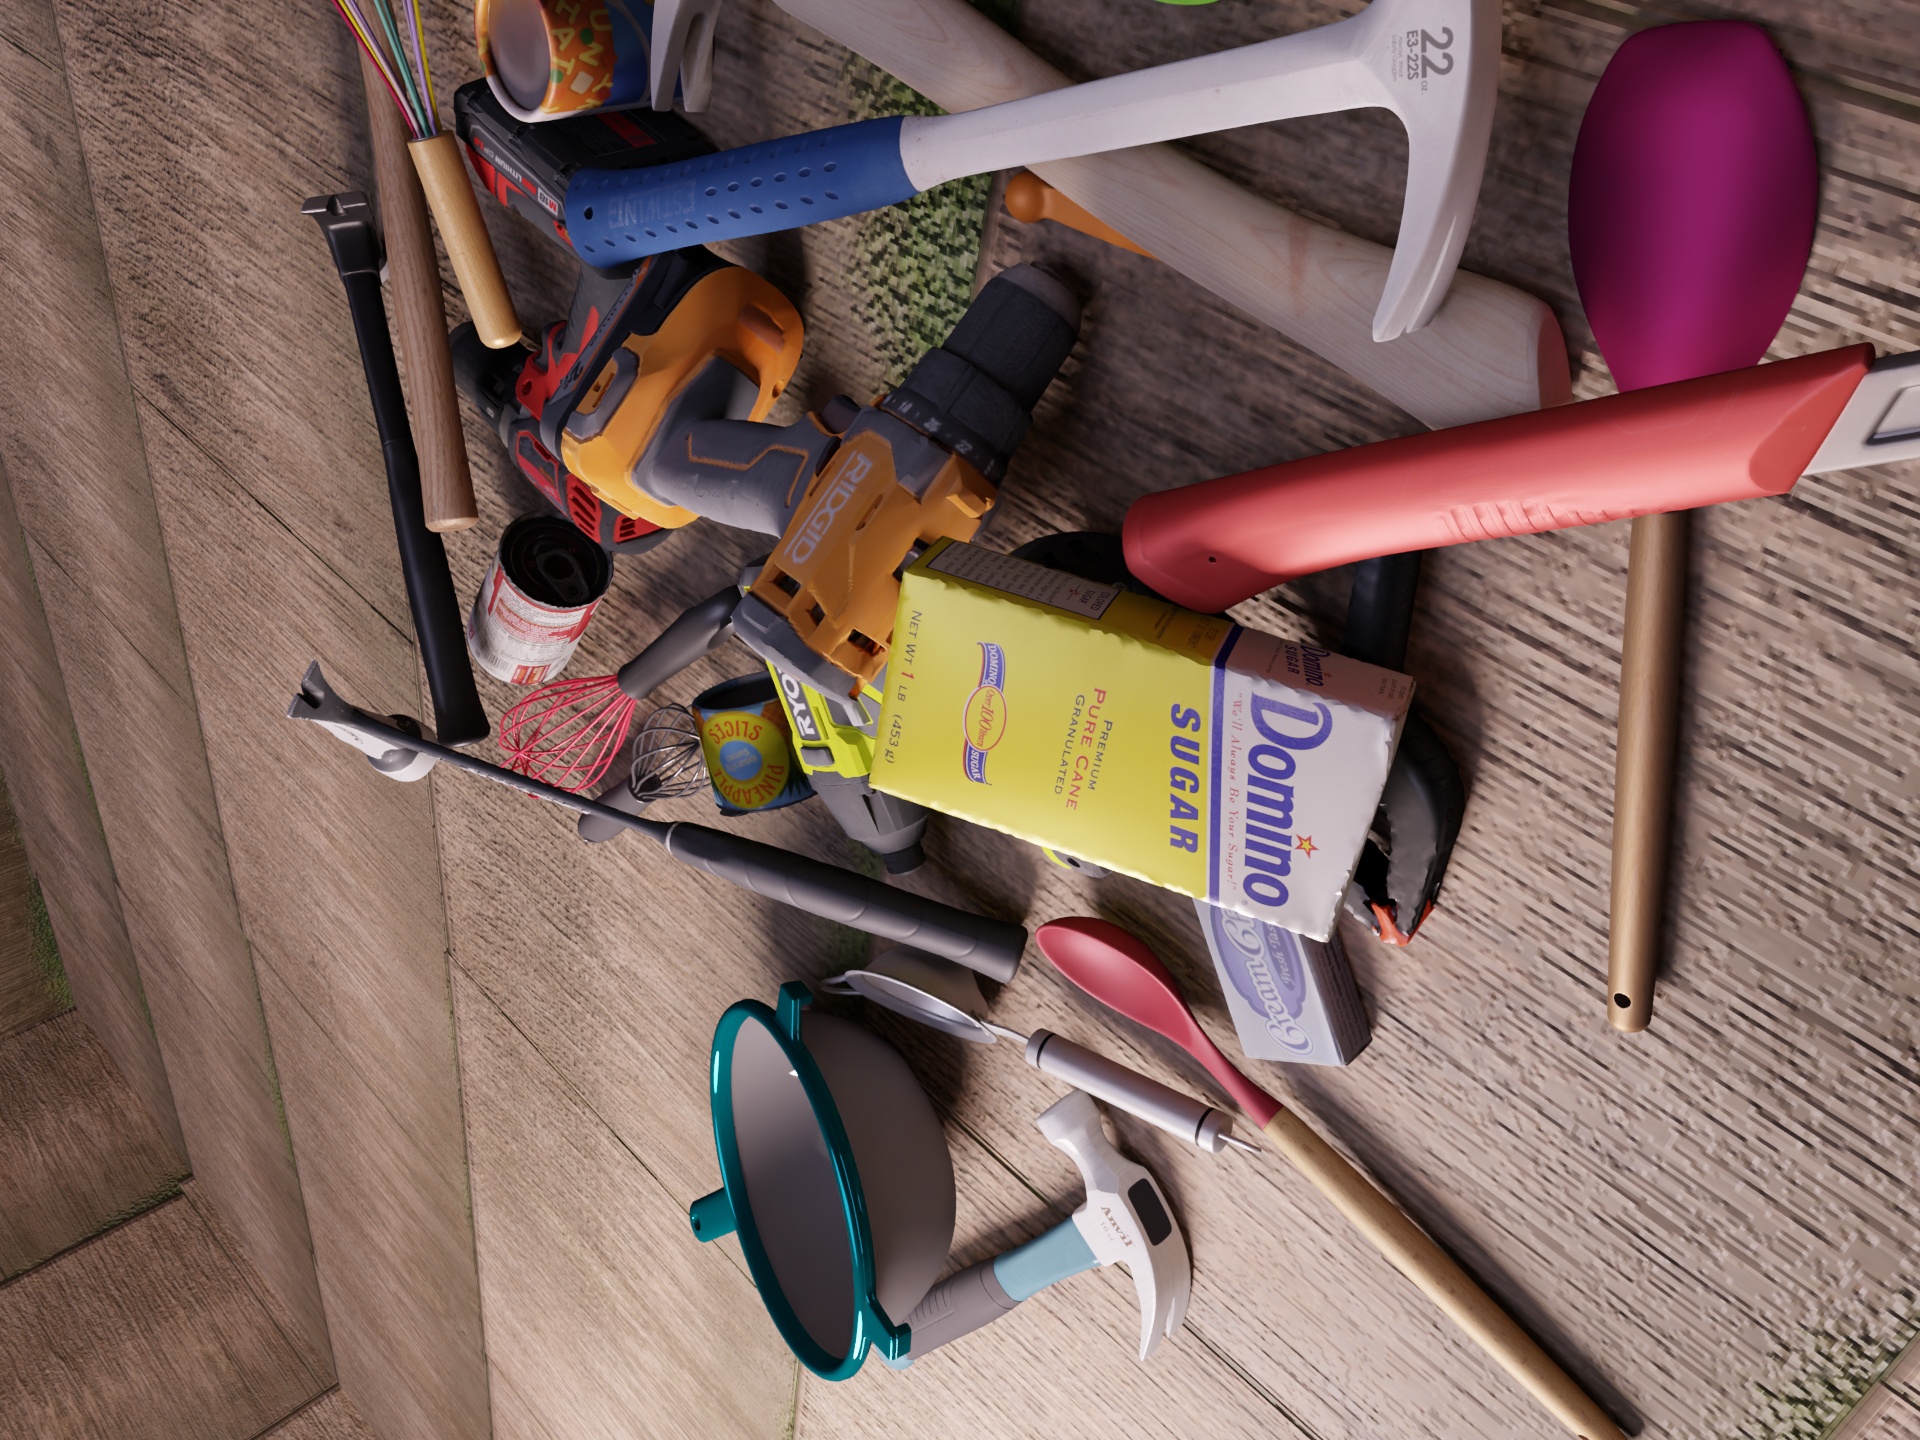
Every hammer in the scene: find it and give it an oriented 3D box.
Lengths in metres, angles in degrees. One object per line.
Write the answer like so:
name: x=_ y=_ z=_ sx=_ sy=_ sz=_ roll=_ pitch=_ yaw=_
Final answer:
hammer: x=-0.294 y=-0.267 z=0.844 sx=0.130 sy=0.031 sz=0.331 roll=180 pitch=81 yaw=-68
hammer: x=-0.008 y=-0.196 z=0.563 sx=0.406 sy=0.035 sz=0.144 roll=6 pitch=112 yaw=42
hammer: x=0.190 y=-0.082 z=0.426 sx=0.359 sy=0.037 sz=0.149 roll=-5 pitch=121 yaw=44
hammer: x=0.023 y=0.317 z=0.900 sx=0.128 sy=0.033 sz=0.331 roll=55 pitch=142 yaw=12
hammer: x=0.032 y=-0.204 z=0.574 sx=0.411 sy=0.038 sz=0.146 roll=42 pitch=128 yaw=23
hammer: x=-0.158 y=0.054 z=0.820 sx=0.409 sy=0.036 sz=0.149 roll=18 pitch=167 yaw=13
hammer: x=-0.330 y=-0.148 z=0.944 sx=0.146 sy=0.035 sz=0.335 roll=168 pitch=90 yaw=-77

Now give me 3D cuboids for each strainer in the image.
strainer: x=0.036 y=0.158 z=0.787 sx=0.259 sy=0.050 sz=0.086 roll=19 pitch=161 yaw=35
strainer: x=-0.085 y=0.275 z=0.955 sx=0.340 sy=0.095 sz=0.211 roll=-45 pitch=60 yaw=59

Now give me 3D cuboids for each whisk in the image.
whisk: x=-0.254 y=-0.289 z=0.728 sx=0.051 sy=0.047 sz=0.244 roll=43 pitch=151 yaw=55
whisk: x=-0.199 y=0.041 z=0.986 sx=0.055 sy=0.055 sz=0.239 roll=61 pitch=146 yaw=2
whisk: x=-0.203 y=-0.016 z=0.949 sx=0.296 sy=0.073 sz=0.073 roll=-29 pitch=88 yaw=47

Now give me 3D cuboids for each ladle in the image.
ladle: x=0.153 y=0.189 z=0.681 sx=0.316 sy=0.031 sz=0.069 roll=43 pitch=160 yaw=21

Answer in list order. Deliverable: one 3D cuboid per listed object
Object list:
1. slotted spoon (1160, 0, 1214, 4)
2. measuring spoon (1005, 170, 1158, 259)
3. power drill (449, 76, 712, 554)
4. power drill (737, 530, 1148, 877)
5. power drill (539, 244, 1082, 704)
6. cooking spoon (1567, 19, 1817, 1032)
slotted spoon: x=0.159 y=-0.222 z=0.439 sx=0.314 sy=0.031 sz=0.070 roll=27 pitch=130 yaw=35
measuring spoon: x=0.059 y=-0.183 z=0.586 sx=0.117 sy=0.011 sz=0.021 roll=28 pitch=130 yaw=35
power drill: x=-0.210 y=-0.218 z=0.828 sx=0.188 sy=0.080 sz=0.226 roll=42 pitch=140 yaw=25
power drill: x=-0.001 y=-0.002 z=0.712 sx=0.223 sy=0.080 sz=0.171 roll=1 pitch=115 yaw=52
power drill: x=-0.064 y=-0.132 z=0.669 sx=0.226 sy=0.084 sz=0.185 roll=37 pitch=94 yaw=41
cooking spoon: x=0.213 y=-0.041 z=0.486 sx=0.069 sy=0.017 sz=0.318 roll=16 pitch=122 yaw=43
